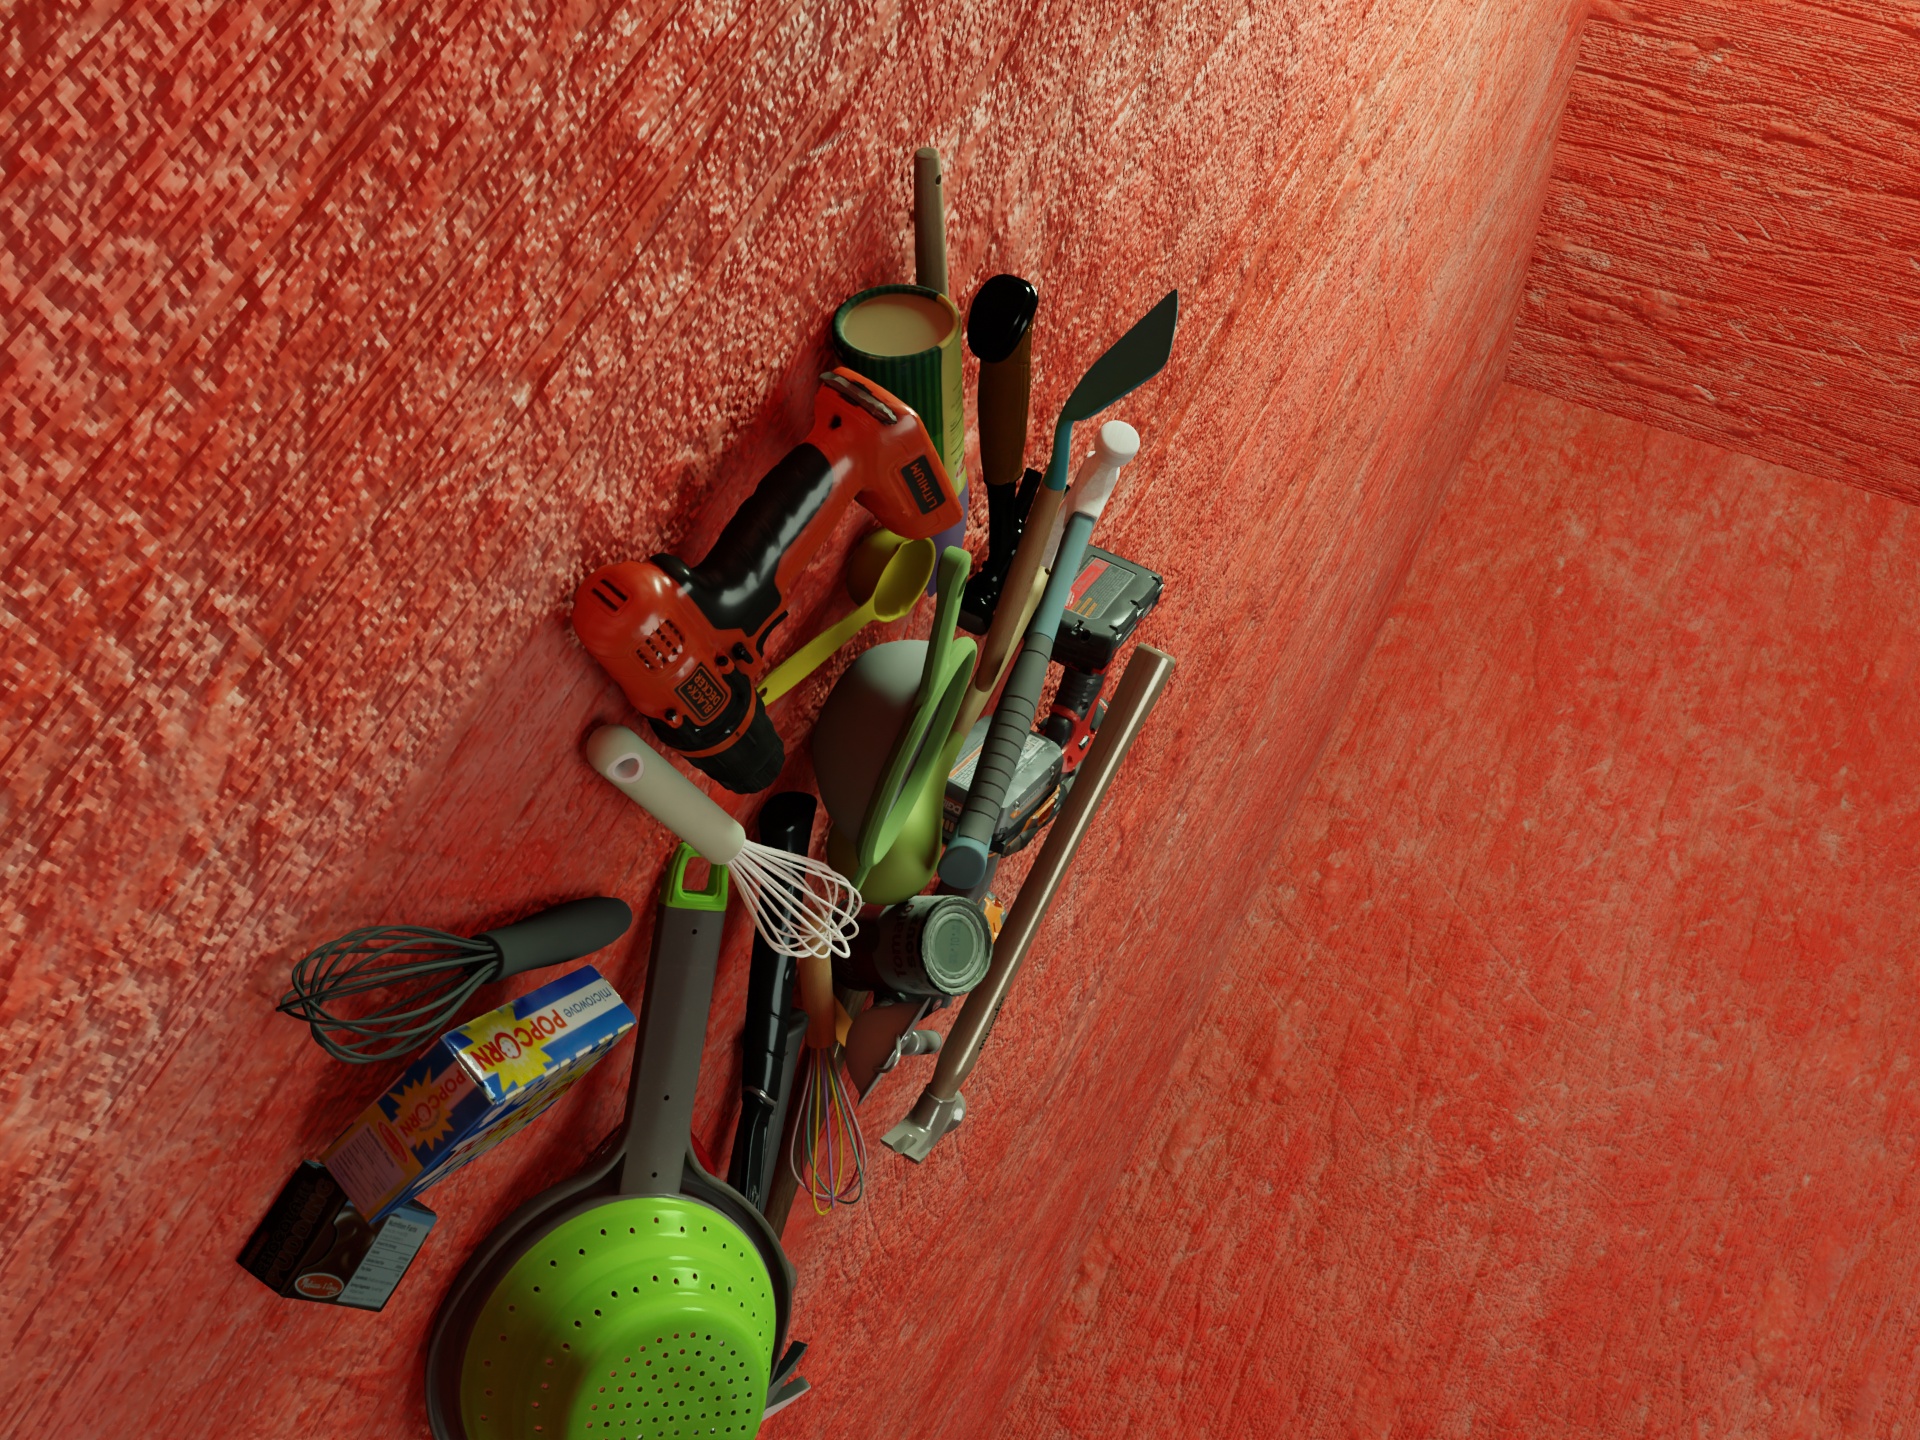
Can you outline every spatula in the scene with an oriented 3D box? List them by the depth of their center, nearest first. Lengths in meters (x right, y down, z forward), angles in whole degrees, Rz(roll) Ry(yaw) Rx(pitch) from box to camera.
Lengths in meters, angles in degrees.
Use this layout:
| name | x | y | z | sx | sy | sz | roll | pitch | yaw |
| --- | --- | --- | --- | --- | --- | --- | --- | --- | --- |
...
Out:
| name | x | y | z | sx | sy | sz | roll | pitch | yaw |
| --- | --- | --- | --- | --- | --- | --- | --- | --- | --- |
| spatula | -0.013 | -0.191 | 0.923 | 0.060 | 0.018 | 0.315 | -56 | 159 | -31 |
| spatula | 0.062 | -0.124 | 0.995 | 0.317 | 0.044 | 0.082 | 110 | -5 | -46 |

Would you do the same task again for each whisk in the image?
| name | x | y | z | sx | sy | sz | roll | pitch | yaw |
| --- | --- | --- | --- | --- | --- | --- | --- | --- | --- |
| whisk | -0.208 | 0.103 | 0.702 | 0.055 | 0.055 | 0.239 | -70 | 165 | 9 |
| whisk | -0.119 | 0.067 | 0.832 | 0.058 | 0.059 | 0.246 | -38 | 141 | 1 |
| whisk | -0.095 | 0.240 | 1.094 | 0.047 | 0.051 | 0.244 | -22 | 121 | -38 |

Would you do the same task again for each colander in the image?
| name | x | y | z | sx | sy | sz | roll | pitch | yaw |
| --- | --- | --- | --- | --- | --- | --- | --- | --- | --- |
| colander | -0.155 | 0.266 | 0.838 | 0.204 | 0.094 | 0.397 | 9 | 90 | -30 |

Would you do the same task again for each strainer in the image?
| name | x | y | z | sx | sy | sz | roll | pitch | yaw |
| --- | --- | --- | --- | --- | --- | --- | --- | --- | --- |
| strainer | -0.043 | -0.021 | 0.913 | 0.256 | 0.069 | 0.152 | 105 | 12 | -55 |
| strainer | -0.042 | 0.231 | 1.140 | 0.087 | 0.050 | 0.258 | -56 | 166 | -4 |

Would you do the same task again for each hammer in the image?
| name | x | y | z | sx | sy | sz | roll | pitch | yaw |
| --- | --- | --- | --- | --- | --- | --- | --- | --- | --- |
| hammer | 0.030 | -0.164 | 0.949 | 0.127 | 0.034 | 0.336 | -61 | 171 | -15 |
| hammer | -0.120 | 0.246 | 0.966 | 0.149 | 0.036 | 0.409 | -10 | 107 | -70 |
| hammer | 0.049 | -0.042 | 1.085 | 0.128 | 0.033 | 0.331 | 120 | -9 | -66 |
| hammer | -0.147 | 0.351 | 1.090 | 0.146 | 0.035 | 0.334 | 1 | 108 | -38 |
| hammer | 0.053 | 0.132 | 1.167 | 0.410 | 0.038 | 0.146 | -64 | 169 | 3 |
| hammer | -0.119 | 0.305 | 1.175 | 0.130 | 0.031 | 0.331 | -8 | 119 | -68 |

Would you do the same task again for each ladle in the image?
| name | x | y | z | sx | sy | sz | roll | pitch | yaw |
| --- | --- | --- | --- | --- | --- | --- | --- | --- | --- |
| ladle | -0.002 | -0.004 | 1.126 | 0.062 | 0.078 | 0.320 | -24 | -150 | 47 |

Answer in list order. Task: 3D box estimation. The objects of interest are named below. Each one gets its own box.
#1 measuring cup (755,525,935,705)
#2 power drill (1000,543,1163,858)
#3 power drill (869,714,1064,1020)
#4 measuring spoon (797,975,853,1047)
| name | x | y | z | sx | sy | sz | roll | pitch | yaw |
| --- | --- | --- | --- | --- | --- | --- | --- | --- | --- |
| measuring cup | -0.075 | -0.059 | 0.911 | 0.156 | 0.029 | 0.062 | -42 | 153 | -27 |
| power drill | 0.080 | -0.009 | 1.287 | 0.188 | 0.080 | 0.226 | -48 | 156 | -41 |
| power drill | -0.005 | 0.126 | 1.204 | 0.164 | 0.084 | 0.226 | -40 | 151 | -51 |
| measuring spoon | -0.084 | 0.215 | 1.123 | 0.021 | 0.011 | 0.116 | -48 | 131 | -20 |
